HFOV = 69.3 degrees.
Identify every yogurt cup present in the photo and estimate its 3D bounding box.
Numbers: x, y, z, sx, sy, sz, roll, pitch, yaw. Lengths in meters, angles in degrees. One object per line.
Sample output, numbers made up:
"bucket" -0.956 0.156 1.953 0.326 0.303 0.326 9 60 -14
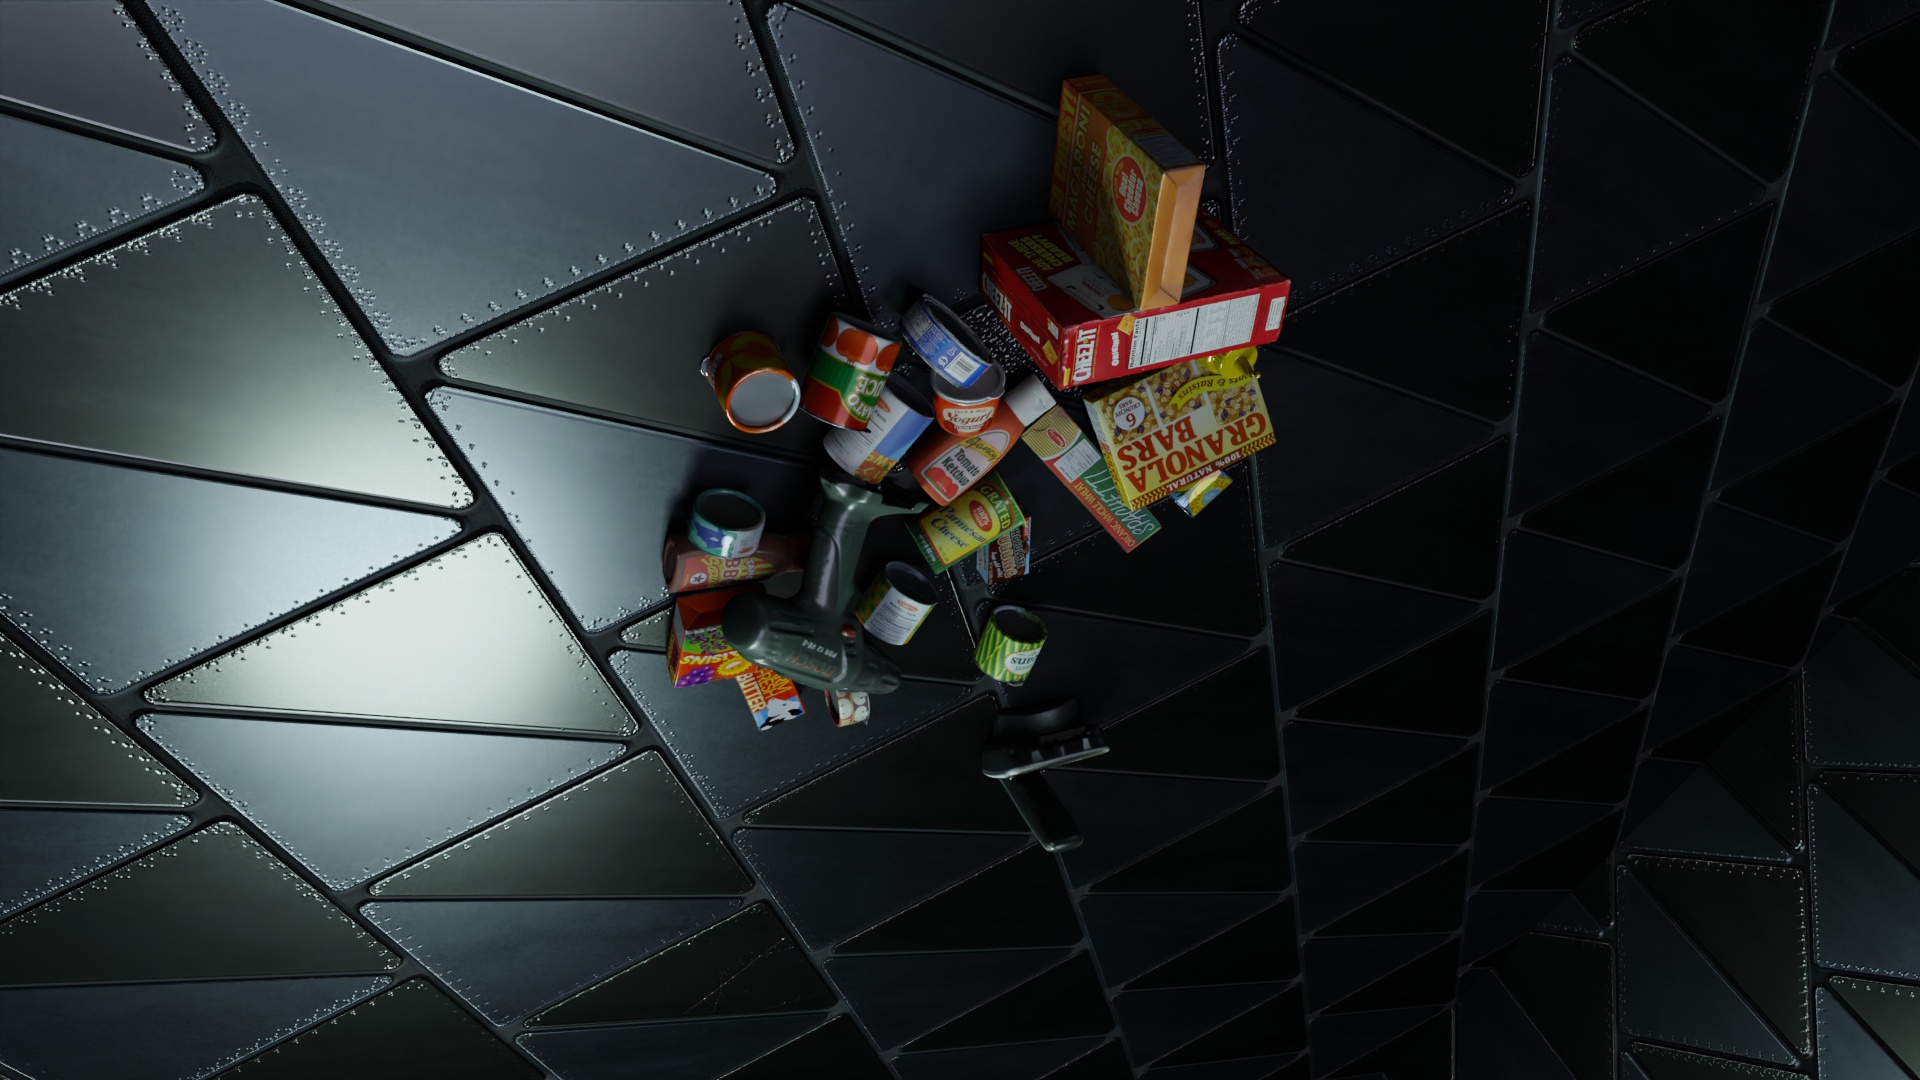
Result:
"yogurt cup" 0.005 -0.132 1.265 0.072 0.072 0.053 -17 144 -16

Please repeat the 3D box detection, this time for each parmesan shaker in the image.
"parmesan shaker" 0.005 -0.017 1.365 0.103 0.071 0.071 -31 138 -1

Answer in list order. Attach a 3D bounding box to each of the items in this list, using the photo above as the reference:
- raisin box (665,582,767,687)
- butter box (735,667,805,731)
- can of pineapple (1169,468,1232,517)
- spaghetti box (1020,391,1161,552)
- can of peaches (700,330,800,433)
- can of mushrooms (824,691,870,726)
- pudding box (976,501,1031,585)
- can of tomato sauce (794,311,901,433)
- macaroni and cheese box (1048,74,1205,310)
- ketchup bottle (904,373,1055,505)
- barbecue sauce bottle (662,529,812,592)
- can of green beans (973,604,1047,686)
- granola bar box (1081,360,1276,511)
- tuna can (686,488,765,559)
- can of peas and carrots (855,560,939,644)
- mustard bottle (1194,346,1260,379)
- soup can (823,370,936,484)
"raisin box" -0.231 0.092 1.328 0.086 0.040 0.122 -10 153 -23
"butter box" -0.199 0.152 1.439 0.053 0.024 0.103 -23 137 -9
"can of pineapple" 0.245 -0.066 1.460 0.057 0.071 0.071 -44 136 13
"spaghetti box" 0.133 -0.065 1.426 0.050 0.029 0.249 -39 137 8
"can of peaches" -0.175 -0.132 1.162 0.071 0.058 0.070 -17 136 -17
"can of mushrooms" -0.120 0.163 1.463 0.033 0.071 0.070 -12 134 -19
"pudding box" 0.045 0.003 1.437 0.050 0.030 0.083 -16 136 -18
"can of tomato sauce" -0.094 -0.142 1.179 0.071 0.071 0.083 13 107 -38
"macaroni and cheese box" 0.130 -0.282 1.118 0.040 0.167 0.123 -13 135 -19
"ketchup bottle" 0.021 -0.100 1.318 0.148 0.044 0.064 -38 131 6
"barbecue sauce bottle" -0.199 0.015 1.296 0.149 0.044 0.064 -5 142 -27
"can of green beans" 0.055 0.113 1.519 0.071 0.071 0.057 1 128 -31
"granola bar box" 0.218 -0.121 1.382 0.166 0.039 0.123 -26 111 -7
"tuna can" -0.212 -0.017 1.246 0.071 0.071 0.032 0 128 -30
"can of peas and carrots" -0.064 0.062 1.405 0.071 0.071 0.058 16 121 -39
"mustard bottle" 0.228 -0.190 1.266 0.065 0.161 0.048 -27 139 -3
"soup can" -0.071 -0.102 1.246 0.071 0.071 0.083 24 115 -42
